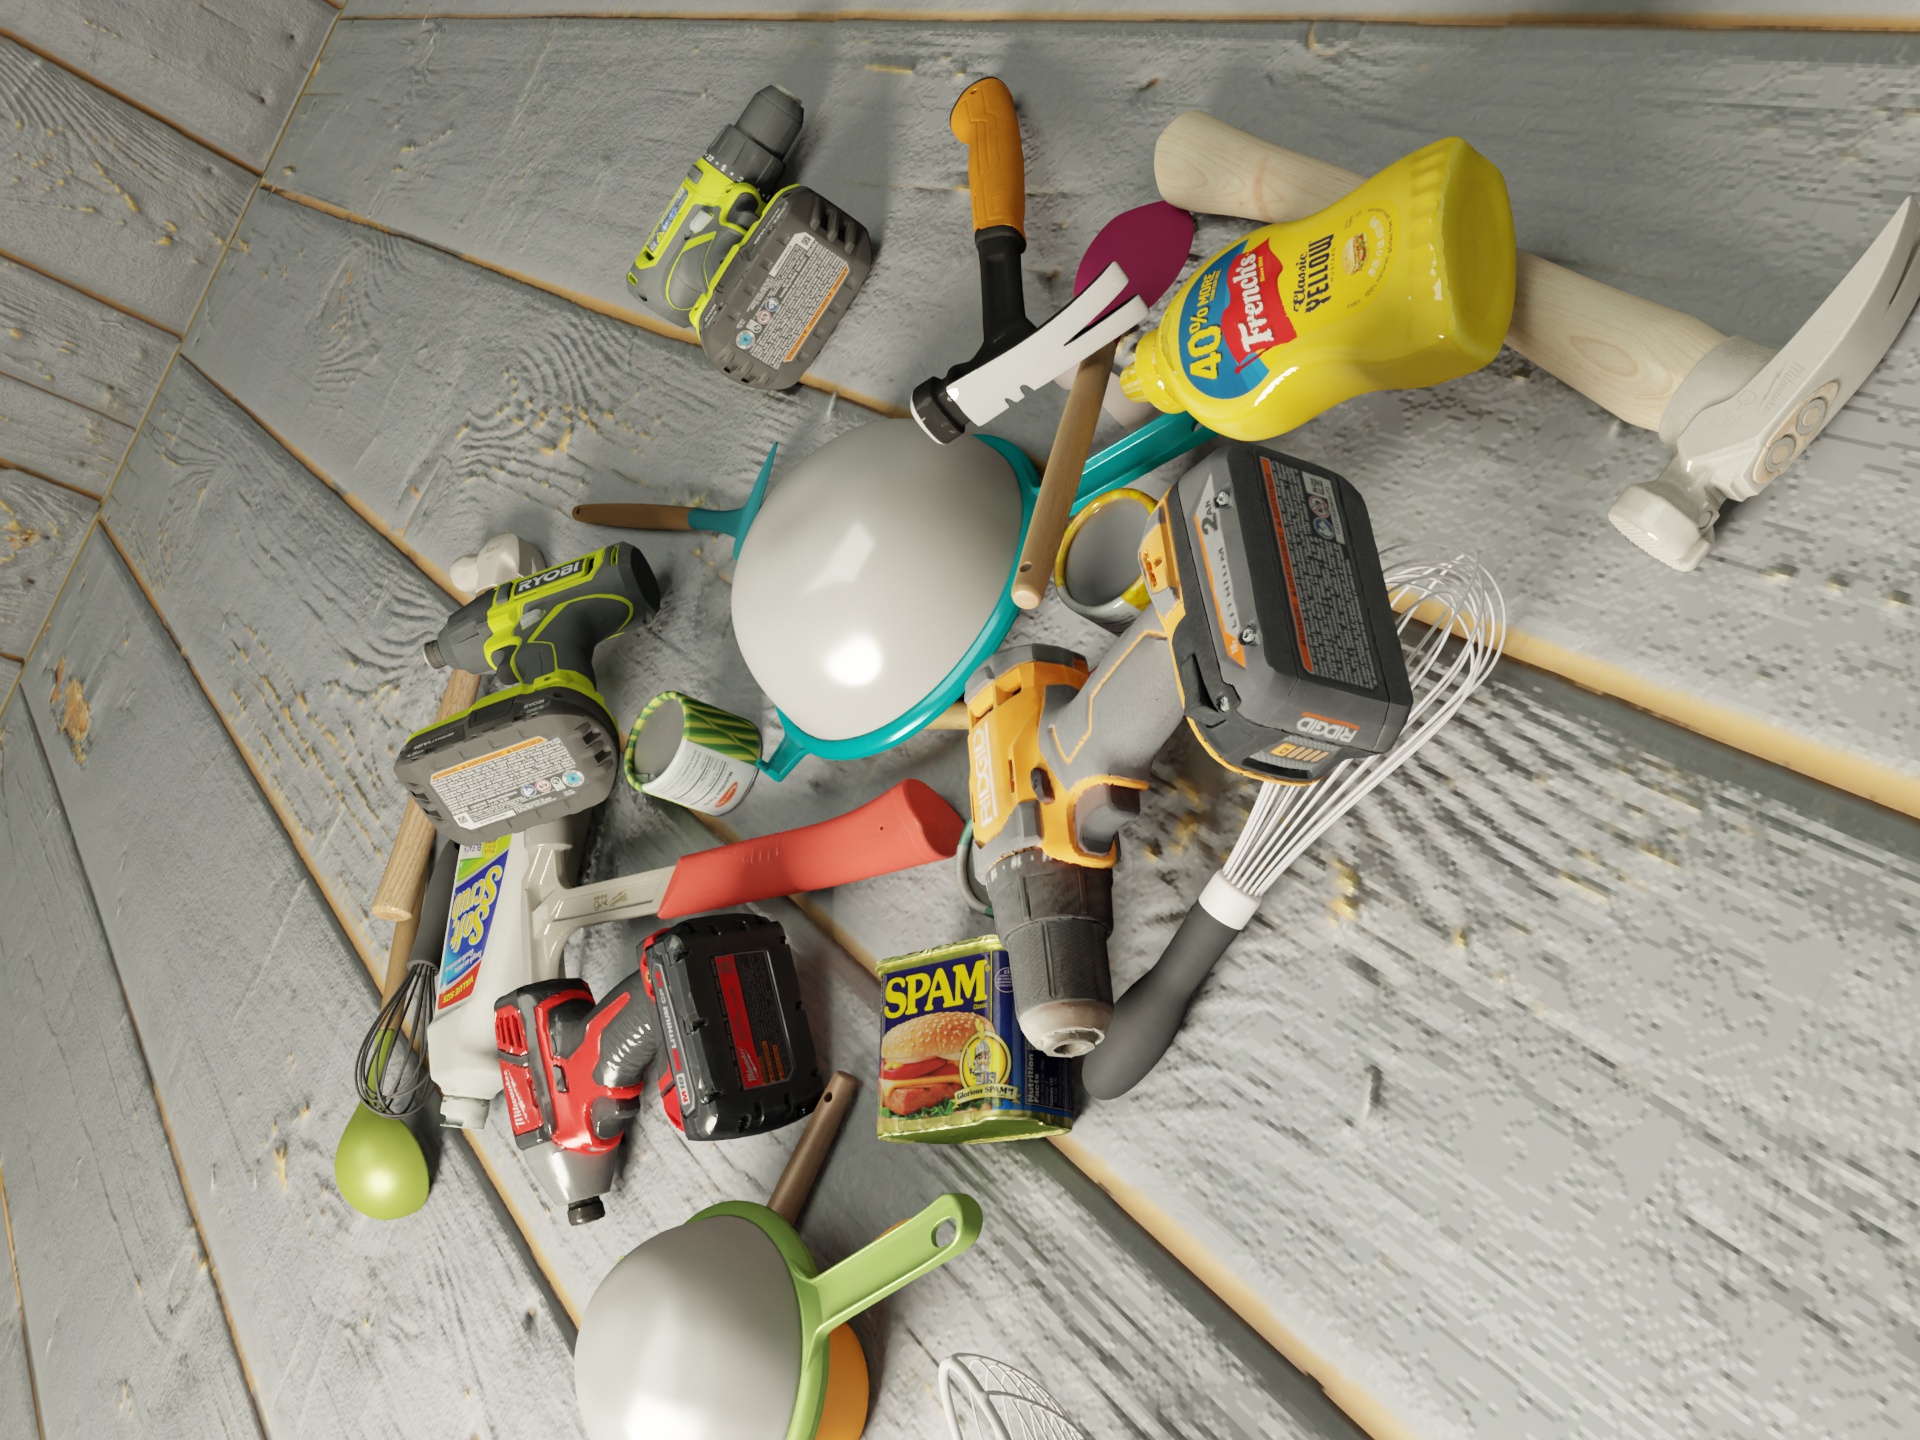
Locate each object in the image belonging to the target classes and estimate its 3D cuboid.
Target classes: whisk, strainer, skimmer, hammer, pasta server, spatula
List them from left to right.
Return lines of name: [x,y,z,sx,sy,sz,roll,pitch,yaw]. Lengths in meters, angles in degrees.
whisk: [-0.381,0.177,1.139,0.055,0.055,0.239,-33,37,32]
hammer: [-0.399,-0.002,1.257,0.130,0.031,0.331,-14,57,41]
spatula: [-0.210,-0.150,1.136,0.318,0.044,0.082,10,82,50]
pasta server: [-0.131,0.325,0.820,0.060,0.040,0.316,25,89,38]
hammer: [-0.143,0.102,0.932,0.359,0.036,0.149,-15,76,39]
strainer: [-0.098,0.267,0.706,0.256,0.069,0.152,-40,46,30]
skimmer: [-0.067,0.381,0.681,0.363,0.090,0.127,-39,63,29]
strainer: [-0.015,-0.113,0.848,0.340,0.095,0.211,-26,46,37]
hammer: [0.028,-0.288,0.901,0.127,0.034,0.337,-29,38,23]
whisk: [0.131,0.049,0.666,0.284,0.070,0.070,-58,40,16]
hammer: [0.217,-0.219,0.716,0.146,0.038,0.411,-53,41,12]

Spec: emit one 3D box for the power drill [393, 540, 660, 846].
power drill: [-0.294,-0.024,1.064,0.171,0.080,0.223,-19,35,7]

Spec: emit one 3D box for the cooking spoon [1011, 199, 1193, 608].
cooking spoon: [0.066,-0.171,0.793,0.069,0.017,0.319,-8,45,28]

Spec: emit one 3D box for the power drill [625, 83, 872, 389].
power drill: [-0.150,-0.351,1.147,0.190,0.080,0.229,-54,39,14]

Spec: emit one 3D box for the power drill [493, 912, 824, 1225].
power drill: [-0.181,0.198,0.892,0.219,0.078,0.143,-27,72,39]

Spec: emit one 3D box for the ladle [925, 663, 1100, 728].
ladle: [-0.001,-0.003,0.852,0.315,0.031,0.069,2,70,49]

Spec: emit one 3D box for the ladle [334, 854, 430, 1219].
ladle: [-0.409,0.212,1.181,0.078,0.062,0.320,-41,39,35]

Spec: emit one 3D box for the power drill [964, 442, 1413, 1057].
power drill: [0.076,0.020,0.646,0.226,0.084,0.186,-43,43,48]

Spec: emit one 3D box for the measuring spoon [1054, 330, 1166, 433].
measuring spoon: [0.080,-0.178,0.856,0.034,0.018,0.124,-52,43,15]

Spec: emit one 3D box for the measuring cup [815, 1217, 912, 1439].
measuring cup: [-0.058,0.292,0.747,0.173,0.052,0.095,-48,43,17]
